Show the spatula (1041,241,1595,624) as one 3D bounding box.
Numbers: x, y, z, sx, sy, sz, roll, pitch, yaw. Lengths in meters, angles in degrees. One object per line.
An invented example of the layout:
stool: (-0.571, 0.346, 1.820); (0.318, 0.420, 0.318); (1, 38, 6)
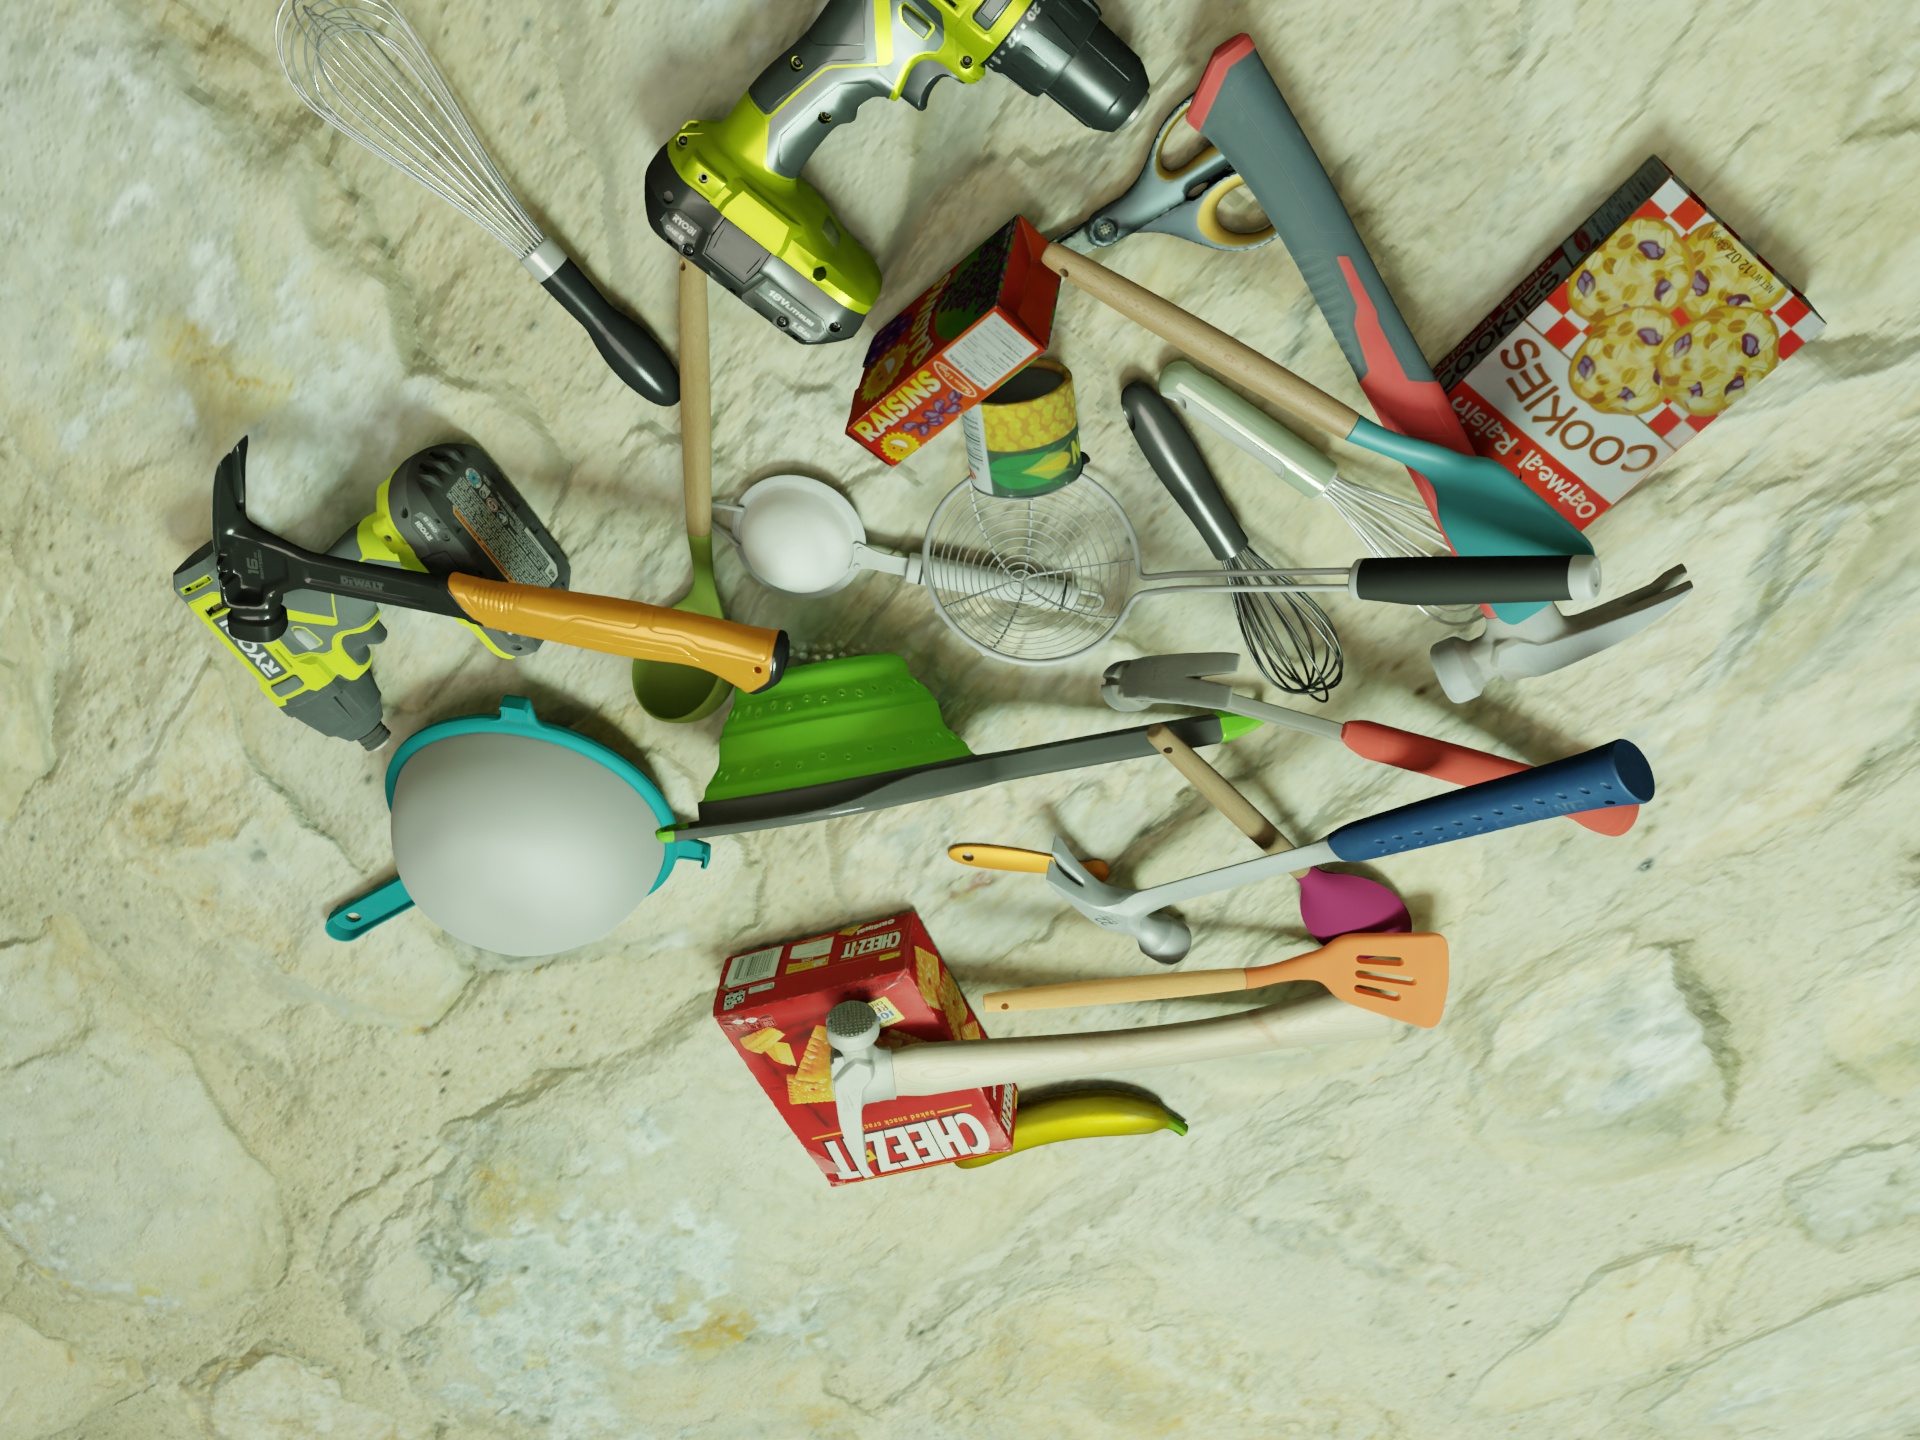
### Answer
spatula: (0.177, -0.158, 0.823); (0.317, 0.044, 0.082); (30, 154, 0)

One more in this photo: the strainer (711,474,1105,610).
strainer: (-0.036, -0.096, 0.986); (0.258, 0.050, 0.086); (10, 126, -4)

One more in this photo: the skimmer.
skimmer: (0.146, -0.086, 0.856); (0.363, 0.127, 0.090); (3, 162, 37)

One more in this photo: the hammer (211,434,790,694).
hammer: (-0.266, -0.074, 0.931); (0.337, 0.034, 0.127); (11, 127, -2)

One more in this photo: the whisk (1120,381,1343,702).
whisk: (0.162, -0.103, 0.952); (0.055, 0.055, 0.238); (-27, 115, 24)

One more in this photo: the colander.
colander: (-0.002, -0.003, 1.014); (0.397, 0.204, 0.094); (-10, 90, -5)

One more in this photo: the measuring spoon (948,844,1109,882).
measuring spoon: (0.049, 0.104, 1.136); (0.117, 0.011, 0.021); (7, 126, 2)

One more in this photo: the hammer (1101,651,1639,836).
hammer: (0.271, 0.017, 0.964); (0.359, 0.149, 0.037); (14, 86, -20)

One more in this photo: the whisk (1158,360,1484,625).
whisk: (0.217, -0.134, 0.923); (0.246, 0.058, 0.059); (32, 88, -10)

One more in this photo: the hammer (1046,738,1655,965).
hammer: (0.223, 0.079, 0.986); (0.144, 0.035, 0.405); (33, 145, -29)

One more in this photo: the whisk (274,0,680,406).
whisk: (-0.251, -0.279, 0.871); (0.070, 0.070, 0.284); (-29, 123, 25)

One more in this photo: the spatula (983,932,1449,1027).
spatula: (0.177, 0.188, 1.115); (0.322, 0.041, 0.081); (-5, 117, -3)

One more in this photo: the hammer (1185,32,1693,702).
hammer: (0.244, -0.188, 0.839); (0.143, 0.038, 0.386); (-25, 112, 25)

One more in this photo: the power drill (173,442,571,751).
power drill: (-0.371, -0.072, 1.026); (0.223, 0.080, 0.171); (-20, 121, 24)

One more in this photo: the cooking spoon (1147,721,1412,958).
cooking spoon: (0.214, 0.088, 1.059); (0.069, 0.017, 0.318); (-29, 132, 25)

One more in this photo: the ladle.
ladle: (-0.167, -0.132, 0.951); (0.078, 0.062, 0.320); (36, 138, 32)

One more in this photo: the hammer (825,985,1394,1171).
hammer: (0.112, 0.248, 1.166); (0.410, 0.038, 0.146); (-6, 124, -4)

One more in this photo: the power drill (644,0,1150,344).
power drill: (-0.036, -0.308, 0.810); (0.190, 0.080, 0.228); (35, 120, -17)

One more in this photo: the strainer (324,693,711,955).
strainer: (-0.360, 0.124, 1.140); (0.340, 0.095, 0.210); (-26, 127, 29)
